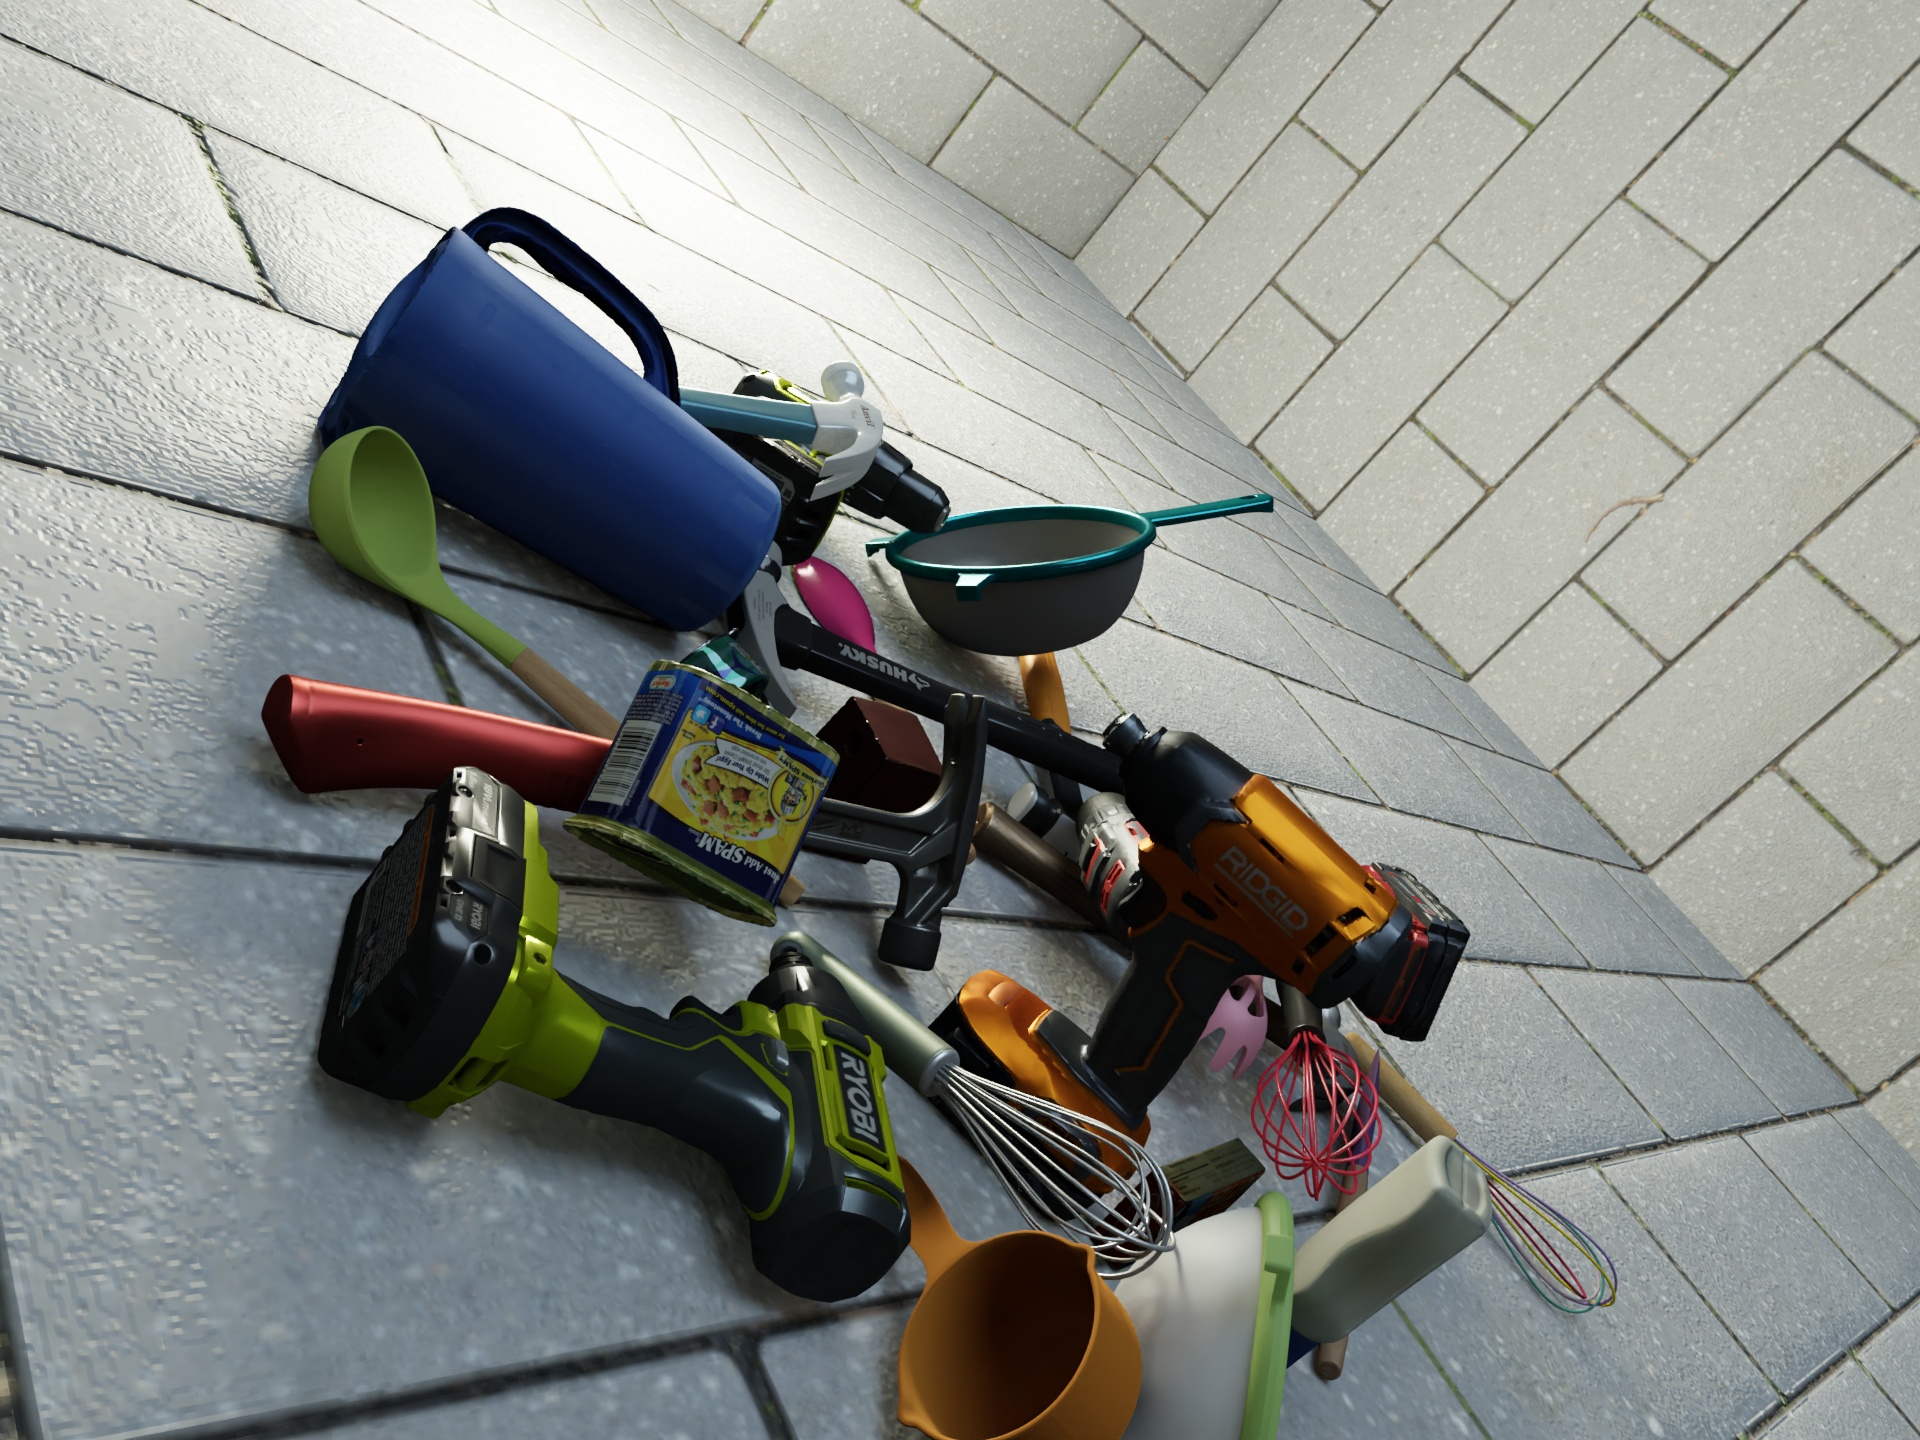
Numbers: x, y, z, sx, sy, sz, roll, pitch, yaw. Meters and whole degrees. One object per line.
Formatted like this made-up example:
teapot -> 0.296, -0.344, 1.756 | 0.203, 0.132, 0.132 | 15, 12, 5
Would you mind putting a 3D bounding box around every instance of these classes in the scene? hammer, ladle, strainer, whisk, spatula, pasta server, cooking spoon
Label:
hammer -> 0.141, 0.156, 1.057 | 0.331, 0.031, 0.130 | 35, 22, -16
hammer -> -0.136, 0.024, 0.746 | 0.358, 0.149, 0.037 | 16, -7, -38
ladle -> -0.195, -0.022, 0.799 | 0.320, 0.062, 0.078 | 42, 22, -7
strainer -> 0.098, 0.267, 0.712 | 0.069, 0.151, 0.256 | 10, 0, 6
hammer -> -0.204, -0.206, 1.011 | 0.330, 0.033, 0.128 | 4, 45, -26
hammer -> 0.077, 0.007, 1.229 | 0.127, 0.034, 0.337 | 32, 23, -22
whisk -> 0.358, 0.316, 1.119 | 0.245, 0.051, 0.047 | 45, 0, 20
spatula -> 0.238, 0.287, 0.964 | 0.018, 0.059, 0.316 | 13, 22, 14
whisk -> 0.212, 0.203, 0.968 | 0.073, 0.073, 0.296 | 41, 15, -1
hammer -> -0.002, -0.003, 1.039 | 0.334, 0.035, 0.146 | 23, 39, -28
strainer -> 0.107, -0.115, 1.272 | 0.340, 0.095, 0.211 | -12, 20, -23
whisk -> -0.003, 0.161, 0.705 | 0.247, 0.058, 0.059 | 31, 5, 36
pasta server -> 0.196, 0.160, 1.067 | 0.060, 0.040, 0.316 | 43, 17, 7
cooking spoon -> -0.051, -0.018, 1.082 | 0.068, 0.017, 0.319 | 21, 29, -39

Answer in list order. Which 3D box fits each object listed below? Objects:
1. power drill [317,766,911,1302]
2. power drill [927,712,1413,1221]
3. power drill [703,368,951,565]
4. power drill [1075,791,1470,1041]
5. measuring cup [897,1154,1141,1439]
power drill -> -0.125, 0.117, 0.628 | 0.223, 0.080, 0.171 | 34, 19, -28
power drill -> 0.079, 0.114, 0.765 | 0.164, 0.226, 0.084 | 45, 21, 8
power drill -> -0.114, -0.184, 1.177 | 0.190, 0.080, 0.228 | 32, 22, 5
power drill -> 0.180, 0.110, 1.000 | 0.226, 0.080, 0.188 | 17, 13, -10
measuring cup -> 0.009, 0.236, 0.646 | 0.052, 0.095, 0.174 | 55, -9, -27
